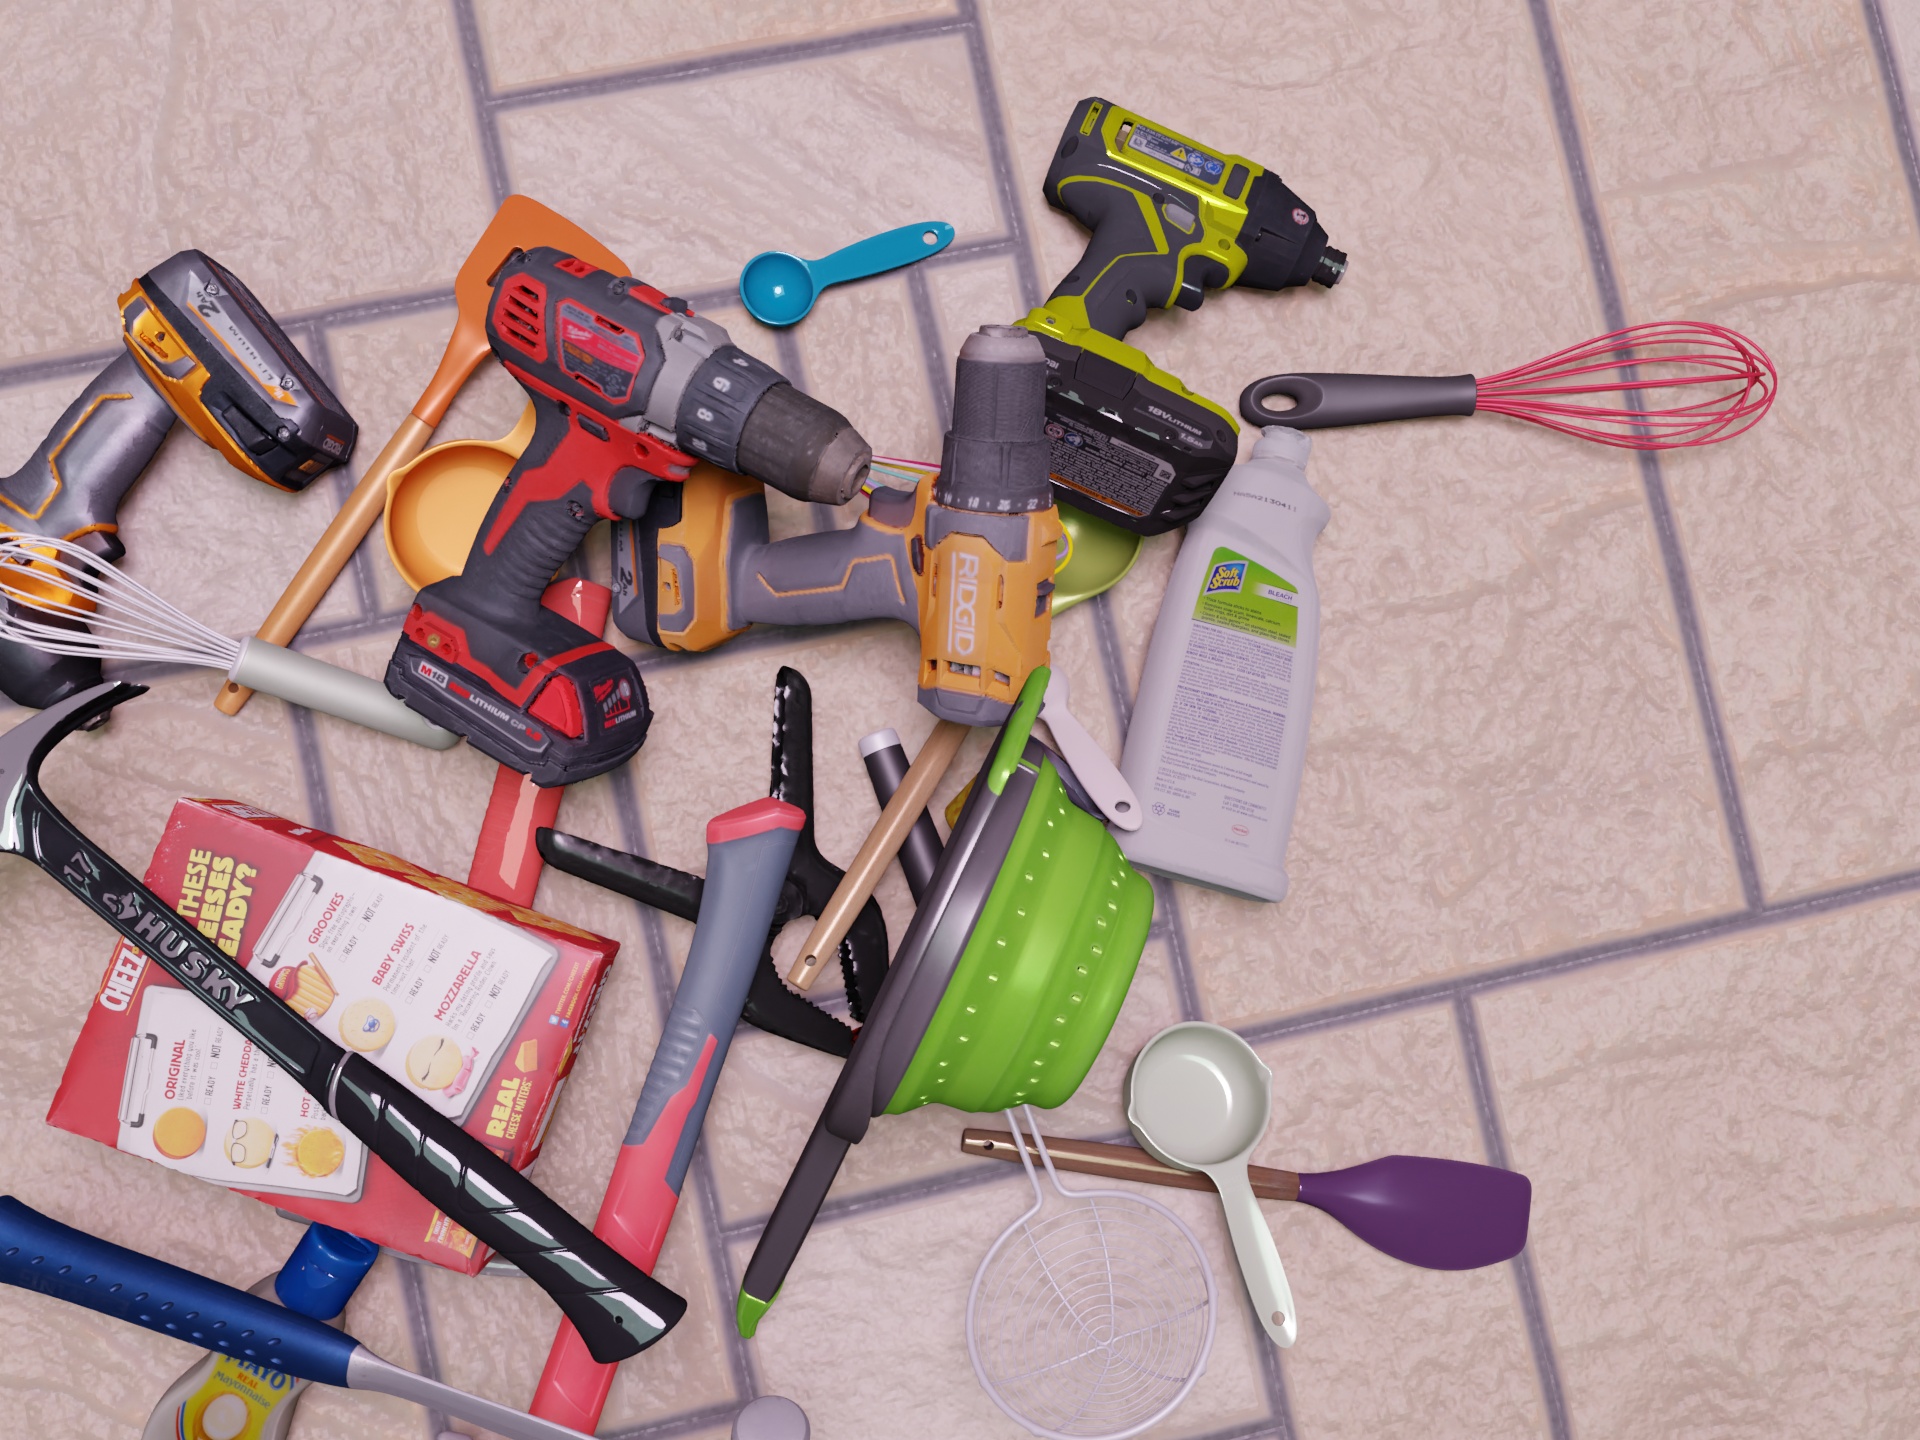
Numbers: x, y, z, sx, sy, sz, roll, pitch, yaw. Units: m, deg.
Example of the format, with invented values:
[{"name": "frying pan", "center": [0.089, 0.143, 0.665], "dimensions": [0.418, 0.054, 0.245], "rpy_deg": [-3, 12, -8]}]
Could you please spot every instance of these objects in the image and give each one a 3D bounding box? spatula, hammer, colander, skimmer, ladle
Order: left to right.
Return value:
[{"name": "hammer", "center": [-0.290, 0.148, 0.720], "dimensions": [0.409, 0.036, 0.149], "rpy_deg": [39, 85, -1]}, {"name": "hammer", "center": [-0.268, 0.305, 0.731], "dimensions": [0.405, 0.035, 0.144], "rpy_deg": [16, 123, 7]}, {"name": "spatula", "center": [-0.299, -0.139, 0.853], "dimensions": [0.081, 0.041, 0.322], "rpy_deg": [34, 88, -2]}, {"name": "hammer", "center": [-0.235, 0.102, 0.833], "dimensions": [0.149, 0.036, 0.359], "rpy_deg": [15, 85, -3]}, {"name": "hammer", "center": [-0.140, 0.228, 0.797], "dimensions": [0.143, 0.038, 0.386], "rpy_deg": [19, 92, -15]}, {"name": "colander", "center": [-0.007, 0.169, 0.741], "dimensions": [0.094, 0.205, 0.397], "rpy_deg": [25, 118, 0]}, {"name": "ladle", "center": [-0.001, -0.003, 0.825], "dimensions": [0.078, 0.062, 0.320], "rpy_deg": [30, 75, 6]}, {"name": "skimmer", "center": [0.018, 0.171, 0.806], "dimensions": [0.127, 0.090, 0.363], "rpy_deg": [-21, 82, 2]}, {"name": "spatula", "center": [0.156, 0.251, 0.861], "dimensions": [0.316, 0.018, 0.060], "rpy_deg": [10, 85, -4]}]

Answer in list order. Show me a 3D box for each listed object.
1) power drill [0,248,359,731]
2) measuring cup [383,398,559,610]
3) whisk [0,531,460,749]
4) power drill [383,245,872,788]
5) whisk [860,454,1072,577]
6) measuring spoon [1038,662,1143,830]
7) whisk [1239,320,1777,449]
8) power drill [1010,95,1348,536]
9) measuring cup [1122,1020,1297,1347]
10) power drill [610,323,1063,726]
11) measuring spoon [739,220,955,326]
[{"name": "power drill", "center": [-0.428, -0.112, 0.814], "dimensions": [0.226, 0.084, 0.164], "rpy_deg": [-38, 92, -2]}, {"name": "measuring cup", "center": [-0.233, -0.139, 0.830], "dimensions": [0.095, 0.052, 0.173], "rpy_deg": [32, 88, -23]}, {"name": "whisk", "center": [-0.367, -0.033, 0.791], "dimensions": [0.246, 0.059, 0.058], "rpy_deg": [22, 48, -28]}, {"name": "power drill", "center": [-0.156, -0.083, 0.740], "dimensions": [0.188, 0.080, 0.226], "rpy_deg": [29, 110, 11]}, {"name": "whisk", "center": [-0.053, -0.129, 0.830], "dimensions": [0.245, 0.051, 0.047], "rpy_deg": [25, 88, 17]}, {"name": "measuring spoon", "center": [0.062, 0.009, 0.837], "dimensions": [0.034, 0.018, 0.124], "rpy_deg": [-23, 52, -13]}, {"name": "whisk", "center": [0.304, -0.183, 0.887], "dimensions": [0.296, 0.073, 0.073], "rpy_deg": [-2, 86, 2]}, {"name": "power drill", "center": [0.105, -0.214, 0.833], "dimensions": [0.171, 0.080, 0.223], "rpy_deg": [24, 61, -2]}, {"name": "measuring cup", "center": [0.137, 0.242, 0.833], "dimensions": [0.083, 0.038, 0.168], "rpy_deg": [-14, 73, -13]}, {"name": "power drill", "center": [-0.058, -0.105, 0.776], "dimensions": [0.226, 0.084, 0.185], "rpy_deg": [11, 110, 22]}, {"name": "measuring spoon", "center": [-0.062, -0.250, 0.884], "dimensions": [0.128, 0.021, 0.042], "rpy_deg": [-23, 87, -15]}]
